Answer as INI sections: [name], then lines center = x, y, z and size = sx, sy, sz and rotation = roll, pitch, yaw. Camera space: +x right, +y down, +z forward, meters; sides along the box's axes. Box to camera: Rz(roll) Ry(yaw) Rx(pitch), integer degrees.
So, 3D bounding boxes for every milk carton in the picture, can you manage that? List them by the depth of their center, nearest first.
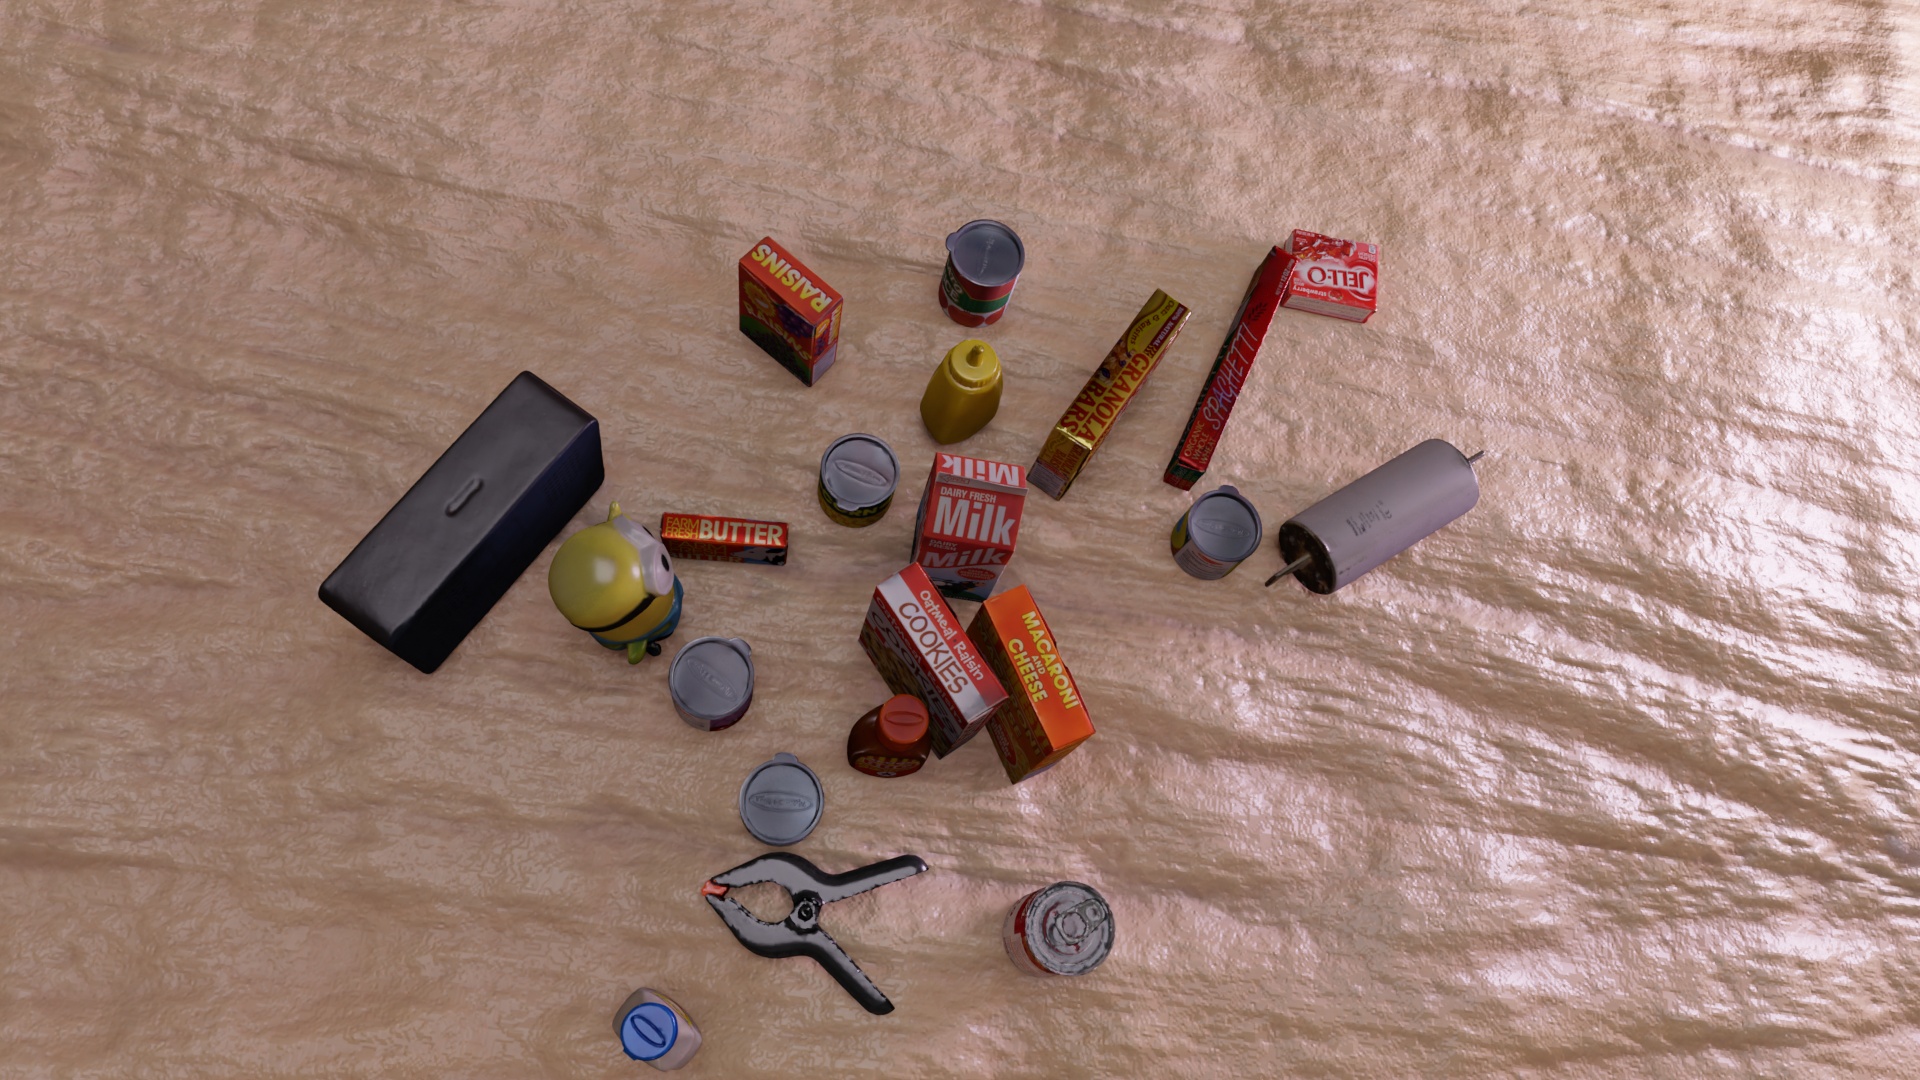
[milk carton]
center = 0.004, -0.014, 1.110
size = 0.072, 0.190, 0.073
rotation = 10, 71, -6

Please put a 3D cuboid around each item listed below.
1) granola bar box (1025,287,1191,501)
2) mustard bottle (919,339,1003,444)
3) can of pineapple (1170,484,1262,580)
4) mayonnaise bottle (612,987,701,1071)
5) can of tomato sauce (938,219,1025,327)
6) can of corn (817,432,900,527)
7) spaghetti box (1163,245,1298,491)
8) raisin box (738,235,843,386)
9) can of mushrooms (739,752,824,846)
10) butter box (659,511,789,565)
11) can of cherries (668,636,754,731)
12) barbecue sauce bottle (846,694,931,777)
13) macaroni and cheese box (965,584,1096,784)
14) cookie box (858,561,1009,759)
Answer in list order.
[granola bar box]
center = 0.128, -0.124, 1.203
size = 0.039, 0.123, 0.166
rotation = 35, 70, 4
[mustard bottle]
center = 0.005, -0.132, 1.167
size = 0.065, 0.159, 0.049
rotation = -28, 78, -17
[can of pineapple]
center = 0.223, -0.005, 1.213
size = 0.071, 0.057, 0.071
rotation = 3, 71, -8
[mayonnaise bottle]
center = -0.214, 0.343, 0.975
size = 0.065, 0.147, 0.041
rotation = 39, 70, 5
[can of tomato sauce]
center = 0.016, -0.238, 1.247
size = 0.071, 0.082, 0.071
rotation = 3, 71, -8
[can of corn]
center = -0.088, -0.048, 1.178
size = 0.071, 0.058, 0.071
rotation = 3, 71, -8
[spaghetti box]
center = 0.248, -0.159, 1.274
size = 0.029, 0.050, 0.251
rotation = 26, 69, 0
[raisin box]
center = -0.147, -0.193, 1.184
size = 0.086, 0.123, 0.040
rotation = 41, 70, 6
[can of mushrooms]
center = -0.141, 0.205, 1.095
size = 0.071, 0.033, 0.071
rotation = 3, 71, -8
[butter box]
center = -0.194, -0.001, 1.147
size = 0.103, 0.053, 0.024
rotation = 5, 71, -7
[can of cherries]
center = -0.195, 0.113, 1.105
size = 0.071, 0.058, 0.071
rotation = 3, 71, -8
[barbecue sauce bottle]
center = -0.051, 0.150, 1.067
size = 0.065, 0.148, 0.044
rotation = 5, 71, -7
[macaroni and cheese box]
center = 0.046, 0.116, 1.085
size = 0.040, 0.166, 0.124
rotation = -22, 76, -15
[cookie box]
center = -0.024, 0.097, 1.080
size = 0.040, 0.167, 0.123
rotation = -32, 79, -17
